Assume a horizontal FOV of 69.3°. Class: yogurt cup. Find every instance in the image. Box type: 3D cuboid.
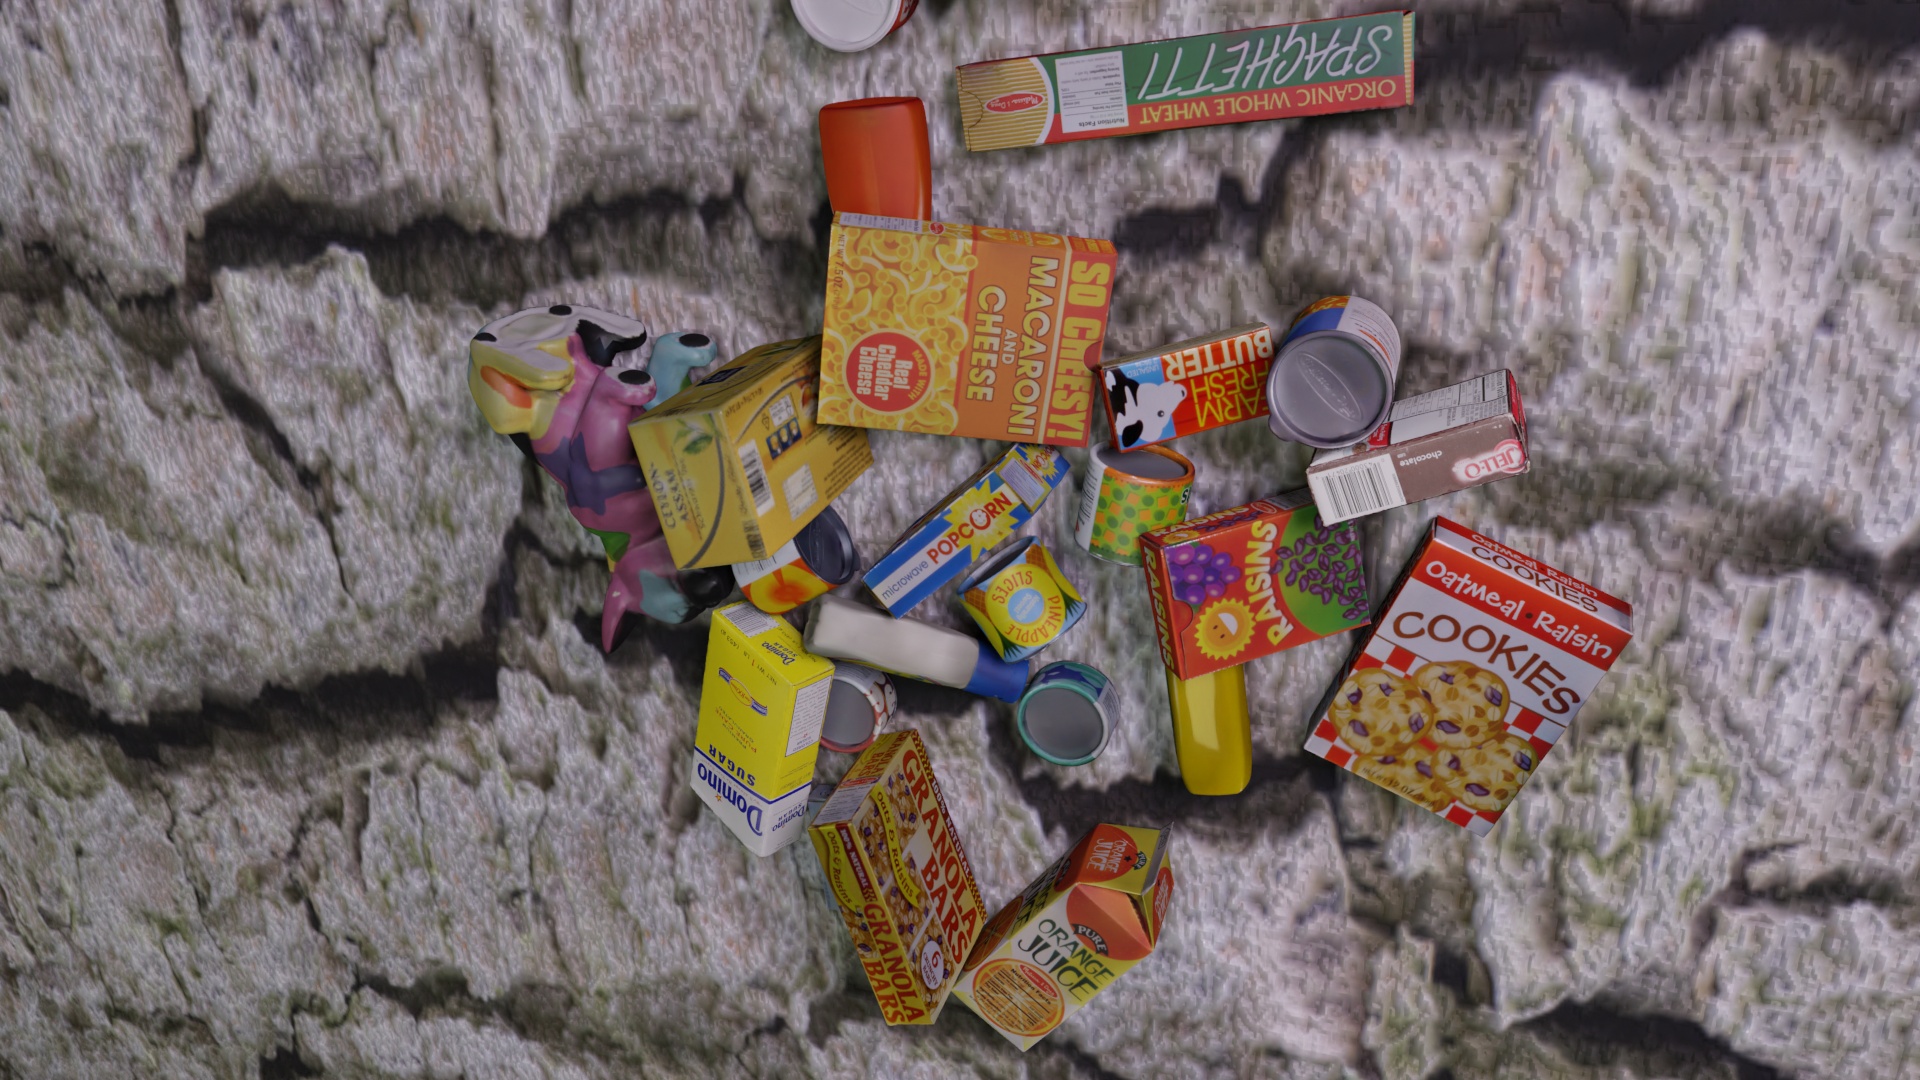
[{"bbox_3d":[-0.057,-0.316,0.791,0.072,0.054,0.072,8,115,17],"label":"yogurt cup"}]

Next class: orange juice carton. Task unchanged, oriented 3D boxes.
[{"bbox_3d":[0.084,0.272,0.984,0.073,0.072,0.191,41,120,-1],"label":"orange juice carton"}]

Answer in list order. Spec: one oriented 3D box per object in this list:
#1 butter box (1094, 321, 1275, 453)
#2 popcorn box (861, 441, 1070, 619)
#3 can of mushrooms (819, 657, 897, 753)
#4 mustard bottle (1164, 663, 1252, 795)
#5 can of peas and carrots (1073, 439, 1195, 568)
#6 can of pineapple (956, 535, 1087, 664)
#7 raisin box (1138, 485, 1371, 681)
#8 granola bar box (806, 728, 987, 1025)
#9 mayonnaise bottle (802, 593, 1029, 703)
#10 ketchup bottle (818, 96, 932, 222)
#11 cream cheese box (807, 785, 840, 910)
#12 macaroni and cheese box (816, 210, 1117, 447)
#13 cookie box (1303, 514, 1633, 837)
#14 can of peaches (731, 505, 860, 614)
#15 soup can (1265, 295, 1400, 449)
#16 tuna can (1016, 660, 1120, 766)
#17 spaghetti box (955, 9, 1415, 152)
[{"bbox_3d":[0.135,-0.090,0.814,0.103,0.024,0.053,-14,108,0],"label":"butter box"},{"bbox_3d":[0.003,-0.011,0.883,0.126,0.085,0.038,-38,95,29],"label":"popcorn box"},{"bbox_3d":[-0.082,0.119,1.001,0.071,0.033,0.070,7,114,16],"label":"can of mushrooms"},{"bbox_3d":[0.154,0.079,0.883,0.049,0.065,0.159,-6,103,15],"label":"mustard bottle"},{"bbox_3d":[0.109,-0.023,0.851,0.071,0.071,0.058,15,116,14],"label":"can of peas and carrots"},{"bbox_3d":[0.040,0.038,0.901,0.071,0.071,0.058,-32,99,29],"label":"can of pineapple"},{"bbox_3d":[0.175,0.024,0.825,0.123,0.040,0.086,-15,107,-10],"label":"raisin box"},{"bbox_3d":[-0.041,0.236,0.984,0.039,0.125,0.165,-12,108,25],"label":"granola bar box"},{"bbox_3d":[-0.029,0.074,0.929,0.148,0.064,0.041,17,84,-12],"label":"mayonnaise bottle"},{"bbox_3d":[-0.047,-0.192,0.847,0.065,0.044,0.148,2,113,18],"label":"ketchup bottle"},{"bbox_3d":[-0.081,0.236,1.056,0.053,0.024,0.103,1,112,20],"label":"cream cheese box"},{"bbox_3d":[0.002,-0.124,0.830,0.166,0.040,0.123,5,116,-4],"label":"macaroni and cheese box"},{"bbox_3d":[0.303,0.083,0.841,0.123,0.040,0.166,27,120,7],"label":"cookie box"},{"bbox_3d":[-0.113,0.012,0.948,0.058,0.071,0.071,-27,101,27],"label":"can of peaches"},{"bbox_3d":[0.207,-0.094,0.773,0.071,0.084,0.071,8,115,17],"label":"soup can"},{"bbox_3d":[0.071,0.117,0.944,0.071,0.033,0.070,7,114,17],"label":"tuna can"},{"bbox_3d":[0.121,-0.252,0.768,0.250,0.029,0.050,0,112,20],"label":"spaghetti box"}]
